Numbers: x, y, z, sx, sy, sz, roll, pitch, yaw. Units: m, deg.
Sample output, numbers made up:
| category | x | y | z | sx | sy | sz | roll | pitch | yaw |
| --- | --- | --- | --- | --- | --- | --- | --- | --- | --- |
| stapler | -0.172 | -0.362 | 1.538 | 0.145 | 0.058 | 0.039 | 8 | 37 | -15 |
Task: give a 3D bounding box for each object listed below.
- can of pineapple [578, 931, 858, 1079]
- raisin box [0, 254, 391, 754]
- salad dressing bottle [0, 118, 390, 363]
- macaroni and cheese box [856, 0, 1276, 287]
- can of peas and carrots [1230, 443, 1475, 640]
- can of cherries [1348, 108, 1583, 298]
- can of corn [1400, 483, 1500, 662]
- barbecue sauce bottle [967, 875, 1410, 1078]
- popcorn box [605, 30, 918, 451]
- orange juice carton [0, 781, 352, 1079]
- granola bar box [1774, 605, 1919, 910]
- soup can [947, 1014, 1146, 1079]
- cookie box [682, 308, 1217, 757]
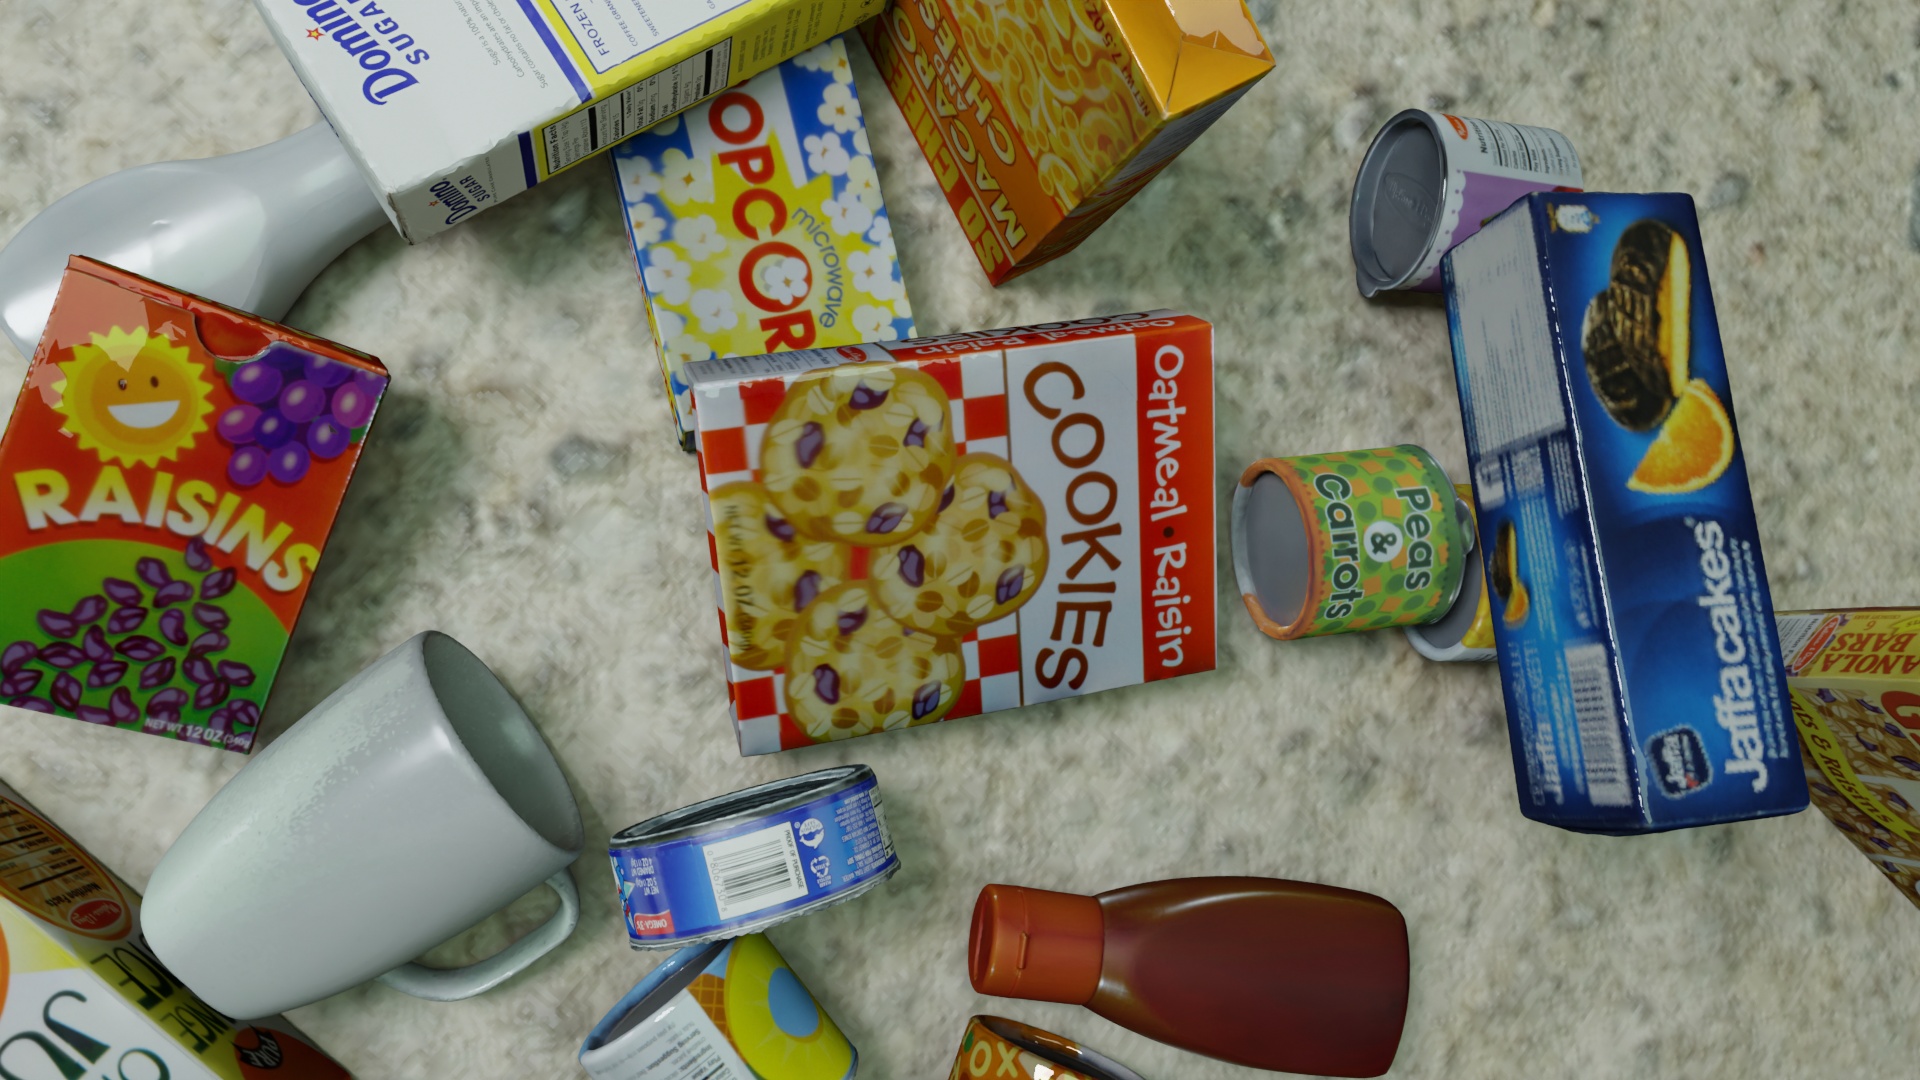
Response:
| category | x | y | z | sx | sy | sz | roll | pitch | yaw |
| --- | --- | --- | --- | --- | --- | --- | --- | --- | --- |
| can of pineapple | -0.074 | 0.159 | 0.433 | 0.071 | 0.071 | 0.058 | -38 | 93 | -14 |
| raisin box | -0.230 | -0.009 | 0.401 | 0.086 | 0.040 | 0.123 | 20 | 92 | -29 |
| salad dressing bottle | -0.220 | -0.099 | 0.435 | 0.148 | 0.044 | 0.064 | -35 | 97 | -15 |
| macaroni and cheese box | 0.020 | -0.161 | 0.433 | 0.040 | 0.166 | 0.123 | -28 | 92 | -14 |
| can of peas and carrots | 0.137 | 0.001 | 0.494 | 0.059 | 0.071 | 0.071 | -6 | 86 | -13 |
| can of cherries | 0.188 | -0.123 | 0.523 | 0.058 | 0.071 | 0.071 | 3 | 84 | -14 |
| can of corn | 0.200 | 0.010 | 0.510 | 0.058 | 0.071 | 0.071 | 1 | 84 | -12 |
| barbecue sauce bottle | 0.078 | 0.146 | 0.480 | 0.149 | 0.043 | 0.065 | 10 | 82 | -11 |
| popcorn box | -0.068 | -0.102 | 0.473 | 0.085 | 0.038 | 0.126 | -14 | 88 | -14 |
| orange juice carton | -0.244 | 0.153 | 0.389 | 0.192 | 0.073 | 0.072 | 44 | 77 | -6 |
| granola bar box | 0.378 | 0.093 | 0.513 | 0.165 | 0.124 | 0.039 | 44 | 79 | -6 |
| soup can | 0.017 | 0.205 | 0.447 | 0.071 | 0.071 | 0.084 | 22 | 80 | -10 |
| cookie box | 0.002 | -0.006 | 0.459 | 0.168 | 0.040 | 0.122 | -9 | 109 | -14 |
